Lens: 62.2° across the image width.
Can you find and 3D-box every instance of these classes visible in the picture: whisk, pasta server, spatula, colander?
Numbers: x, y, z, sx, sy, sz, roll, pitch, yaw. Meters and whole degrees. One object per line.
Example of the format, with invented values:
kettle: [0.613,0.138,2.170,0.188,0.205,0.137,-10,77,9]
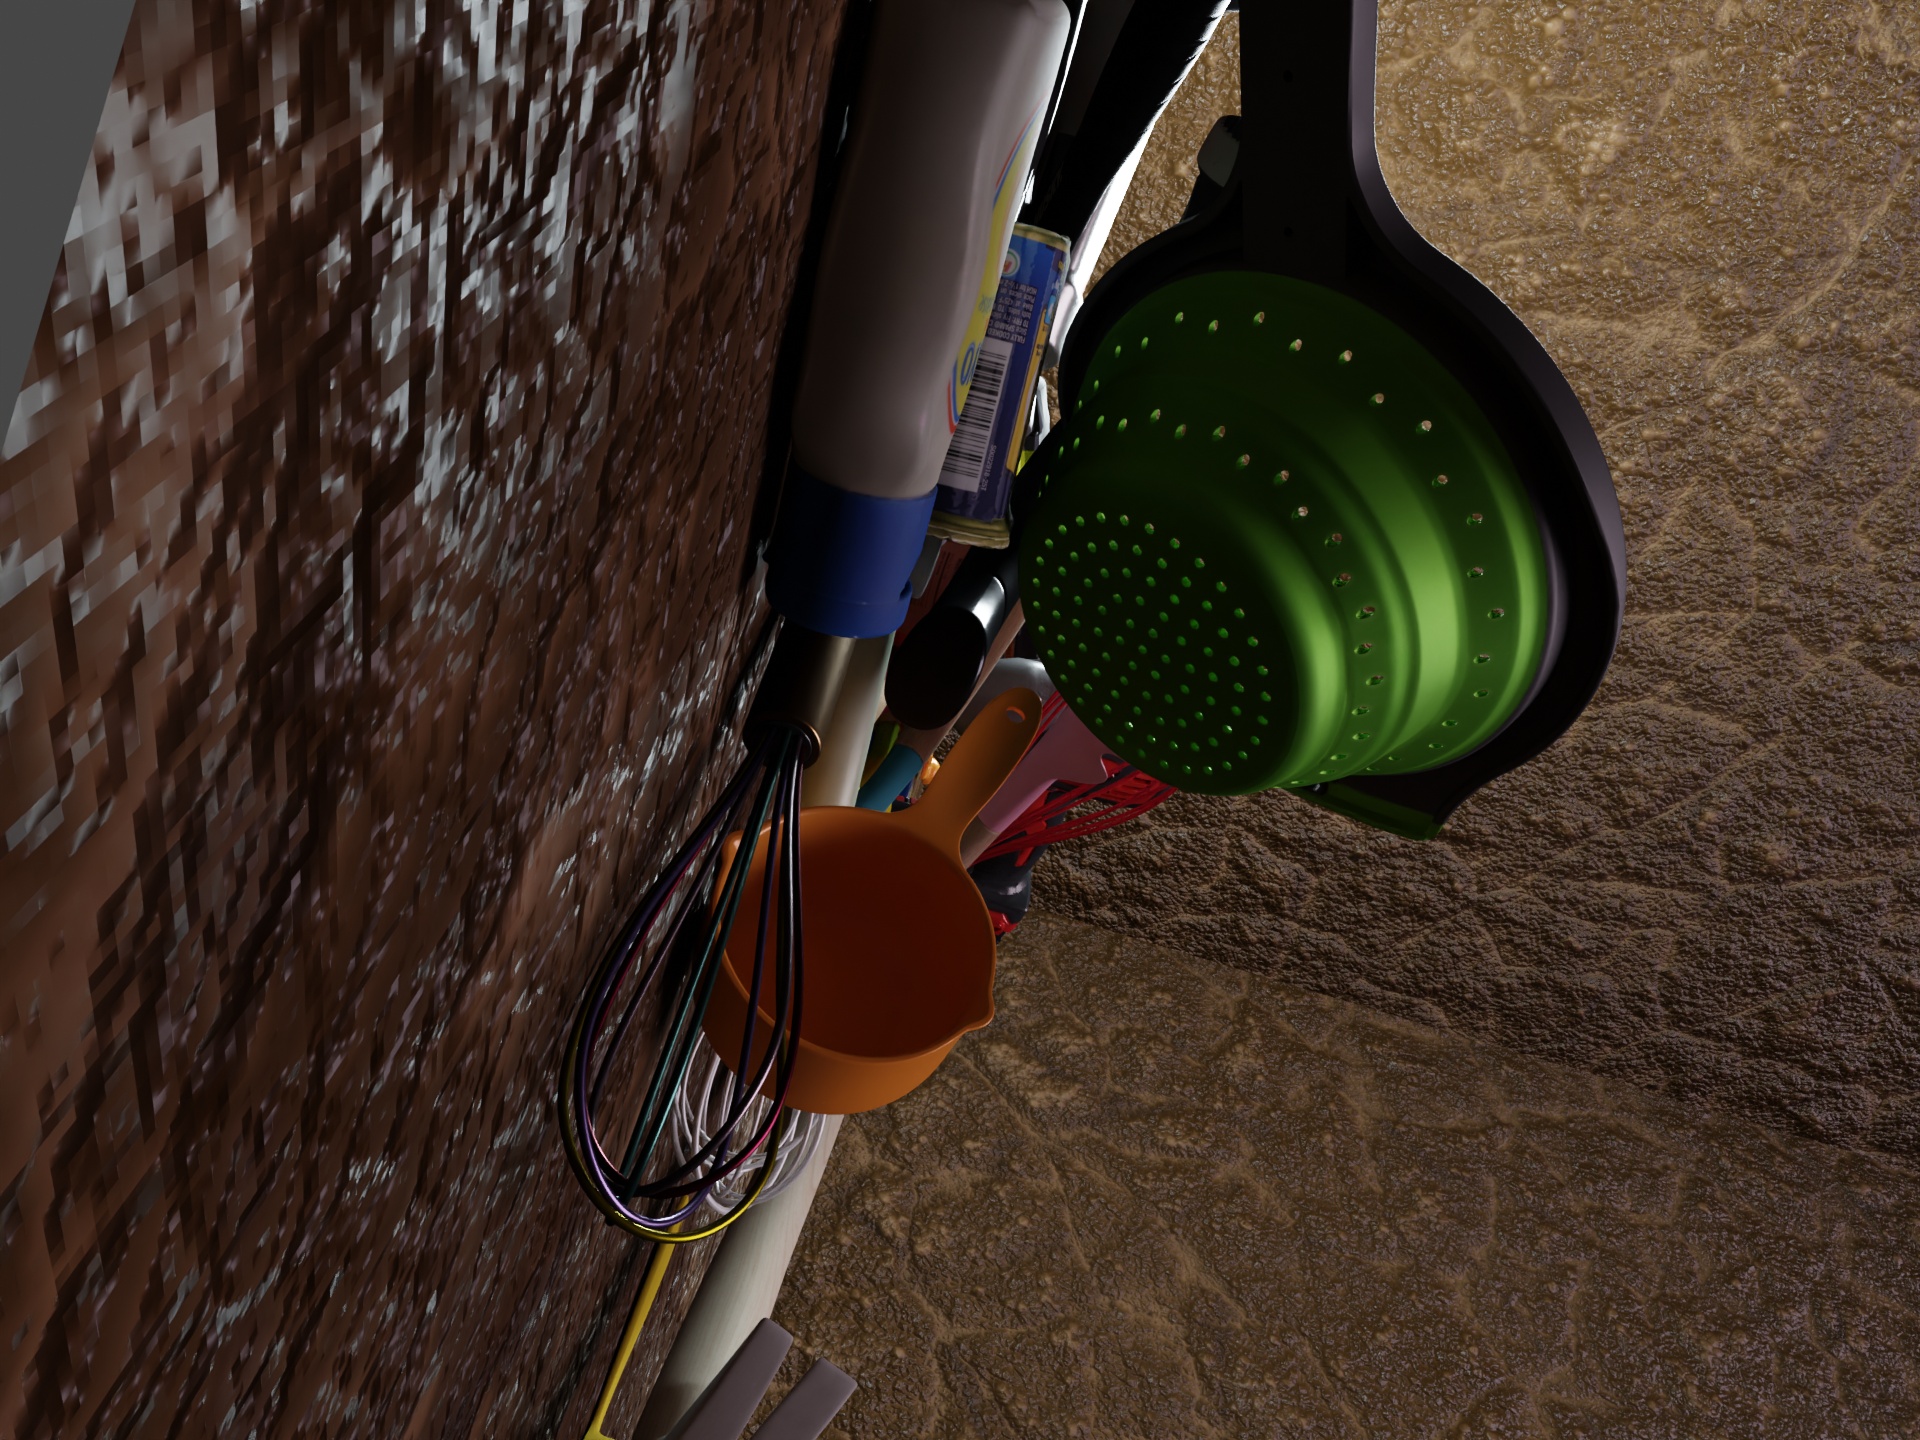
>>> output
whisk: [-0.048,0.023,0.406,0.245,0.047,0.051,-78,-178,-48]
pasta server: [0.002,0.063,0.695,0.316,0.040,0.060,-46,-150,27]
whisk: [-0.052,0.046,0.553,0.059,0.058,0.246,36,63,-57]
spatula: [-0.001,-0.002,0.674,0.082,0.044,0.318,54,52,-30]
whisk: [0.012,0.054,0.757,0.296,0.073,0.073,-37,-163,26]
colander: [0.075,-0.109,0.441,0.094,0.205,0.396,-36,135,-32]

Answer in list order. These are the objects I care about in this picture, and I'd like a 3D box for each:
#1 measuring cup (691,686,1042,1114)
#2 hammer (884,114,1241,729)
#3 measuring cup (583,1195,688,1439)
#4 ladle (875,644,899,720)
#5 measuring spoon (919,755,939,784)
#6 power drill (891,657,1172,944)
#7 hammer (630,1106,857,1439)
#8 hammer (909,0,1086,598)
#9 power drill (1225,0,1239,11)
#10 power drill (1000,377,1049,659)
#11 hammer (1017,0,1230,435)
measuring cup: [-0.020,0.052,0.516,0.174,0.095,0.052,-52,173,-45]
hammer: [0.052,-0.130,0.690,0.149,0.036,0.409,-57,-177,43]
measuring cup: [-0.122,0.258,0.614,0.062,0.029,0.157,106,1,-49]
ladle: [-0.044,-0.010,0.750,0.315,0.031,0.069,-64,175,-77]
measuring spoon: [-0.019,0.030,1.033,0.117,0.011,0.021,101,6,-84]
power drill: [0.012,0.044,0.897,0.219,0.143,0.079,-50,-151,46]
hammer: [-0.067,0.183,0.629,0.146,0.038,0.411,-52,-176,14]
hammer: [0.014,-0.198,0.589,0.128,0.033,0.330,-75,-179,-65]
power drill: [0.162,-0.473,0.732,0.188,0.080,0.227,114,-10,-80]
power drill: [0.019,-0.125,0.980,0.223,0.080,0.171,-80,175,-57]
hammer: [0.056,-0.228,0.610,0.335,0.035,0.146,143,-43,-77]
